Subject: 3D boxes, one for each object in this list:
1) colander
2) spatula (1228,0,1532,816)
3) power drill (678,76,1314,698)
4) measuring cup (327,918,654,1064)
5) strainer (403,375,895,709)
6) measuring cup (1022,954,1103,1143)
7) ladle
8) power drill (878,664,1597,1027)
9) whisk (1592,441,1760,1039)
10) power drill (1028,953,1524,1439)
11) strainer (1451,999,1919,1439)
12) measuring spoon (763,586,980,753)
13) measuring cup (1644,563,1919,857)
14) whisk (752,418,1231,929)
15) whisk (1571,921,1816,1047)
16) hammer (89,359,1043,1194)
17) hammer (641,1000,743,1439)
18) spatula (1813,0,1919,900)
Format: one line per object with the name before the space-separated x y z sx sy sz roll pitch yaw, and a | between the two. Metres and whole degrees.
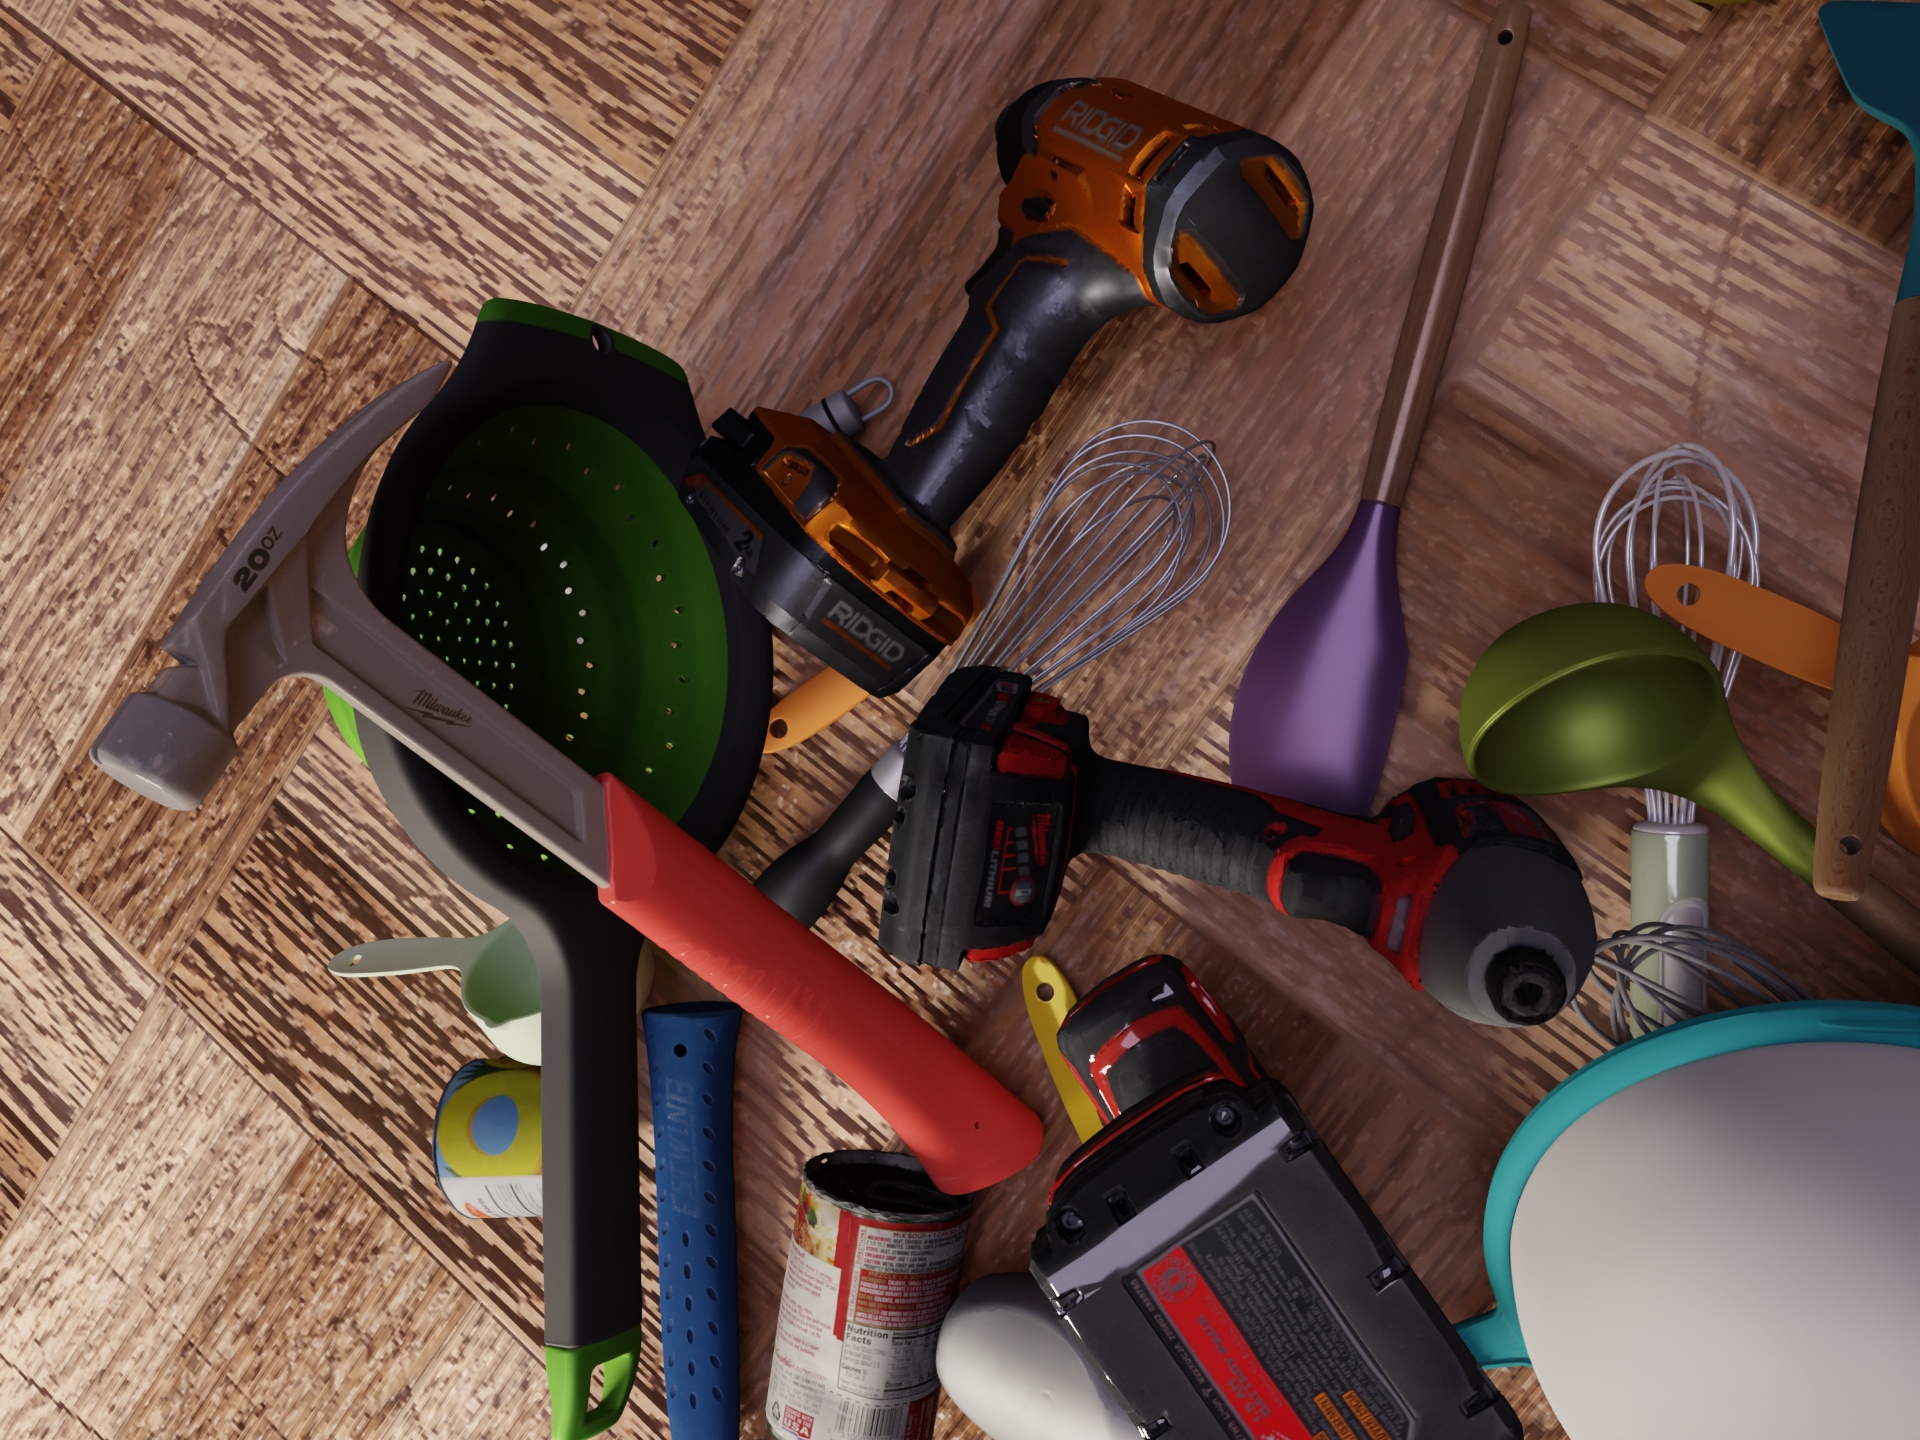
colander | -0.164 0.054 0.587 0.094 0.204 0.397 -4 85 30
spatula | 0.159 -0.105 0.586 0.060 0.018 0.316 16 95 18
power drill | 0.002 -0.136 0.583 0.226 0.084 0.164 -48 41 7
measuring cup | -0.203 0.112 0.681 0.167 0.083 0.038 -6 126 28
strainer | -0.138 -0.075 0.671 0.258 0.050 0.087 -28 94 10
measuring cup | 0.053 0.166 0.609 0.062 0.029 0.156 -23 85 16
ladle | 0.291 0.073 0.492 0.320 0.062 0.078 38 135 0
power drill | 0.091 0.047 0.520 0.219 0.143 0.078 10 105 6
whisk | 0.244 0.029 0.544 0.058 0.059 0.246 -1 93 -10
power drill | 0.099 0.173 0.495 0.080 0.226 0.188 -35 87 4
strainer | 0.272 0.140 0.429 0.211 0.095 0.340 18 124 11
measuring spoon | -0.041 -0.020 0.653 0.117 0.011 0.021 -34 79 15
measuring cup | 0.296 -0.009 0.510 0.173 0.052 0.095 26 96 7
whisk | -0.001 -0.002 0.620 0.070 0.070 0.284 47 108 13
whisk | 0.301 0.133 0.505 0.239 0.055 0.055 31 99 0
hammer | -0.088 0.052 0.537 0.037 0.358 0.149 -2 52 50
hammer | -0.111 0.322 0.658 0.144 0.035 0.405 -3 88 18
spatula | 0.290 -0.098 0.487 0.082 0.044 0.317 12 78 15
